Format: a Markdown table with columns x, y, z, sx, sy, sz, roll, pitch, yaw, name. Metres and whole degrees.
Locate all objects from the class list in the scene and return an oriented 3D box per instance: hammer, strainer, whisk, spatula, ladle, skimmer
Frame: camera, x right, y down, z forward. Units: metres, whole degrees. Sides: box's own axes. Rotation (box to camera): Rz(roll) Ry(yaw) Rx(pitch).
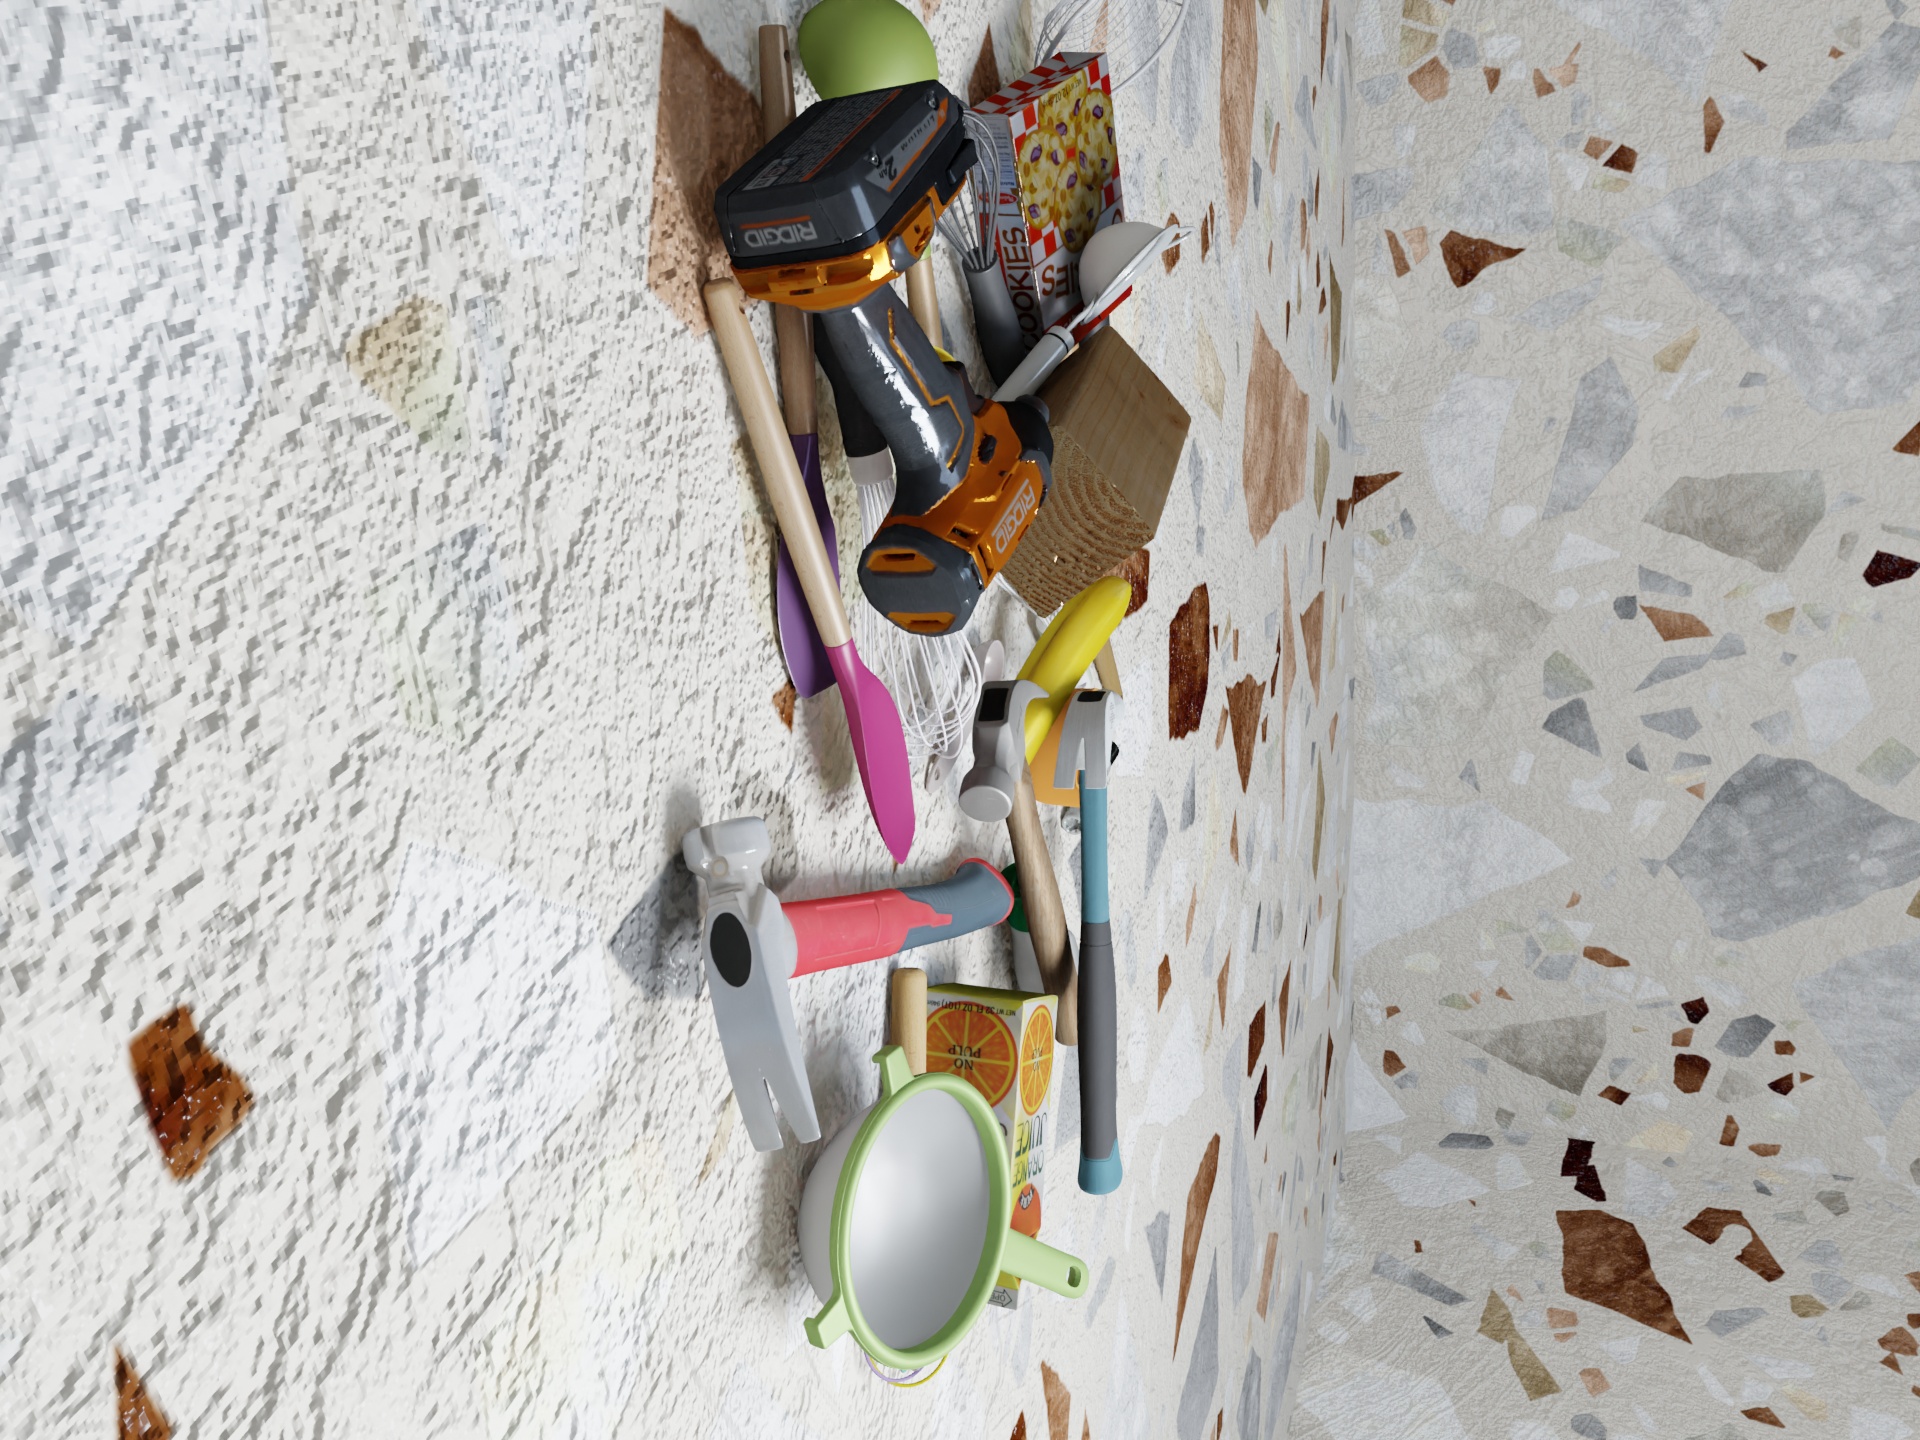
| x | y | z | sx | sy | sz | roll | pitch | yaw | name |
| --- | --- | --- | --- | --- | --- | --- | --- | --- | --- |
| 0.090 | 0.146 | 1.057 | 0.128 | 0.033 | 0.331 | -11 | 100 | -77 | hammer |
| -0.013 | 0.287 | 0.893 | 0.256 | 0.069 | 0.152 | 41 | 56 | -47 | strainer |
| -0.028 | 0.269 | 0.940 | 0.051 | 0.047 | 0.245 | 6 | 85 | -68 | whisk |
| -0.079 | -0.164 | 0.765 | 0.060 | 0.018 | 0.315 | -32 | 124 | -58 | spatula |
| 0.100 | -0.097 | 1.248 | 0.069 | 0.031 | 0.315 | -52 | 150 | -19 | ladle |
| 0.065 | -0.074 | 1.133 | 0.246 | 0.058 | 0.059 | 59 | 9 | -63 | whisk |
| 0.114 | -0.354 | 1.155 | 0.127 | 0.090 | 0.363 | -27 | 127 | -30 | skimmer |
| 0.050 | 0.104 | 1.031 | 0.331 | 0.031 | 0.130 | 75 | 19 | -44 | hammer |
| -0.040 | -0.104 | 0.834 | 0.070 | 0.070 | 0.284 | -56 | 140 | -54 | whisk |
| -0.036 | 0.124 | 0.859 | 0.386 | 0.038 | 0.143 | 11 | 65 | -72 | hammer |
| 0.066 | -0.248 | 1.010 | 0.258 | 0.050 | 0.087 | -53 | -177 | -23 | strainer |
| 0.012 | -0.274 | 0.958 | 0.238 | 0.055 | 0.055 | 66 | 33 | -59 | whisk |
| -0.032 | -0.231 | 0.867 | 0.319 | 0.062 | 0.078 | 83 | 27 | -44 | ladle |

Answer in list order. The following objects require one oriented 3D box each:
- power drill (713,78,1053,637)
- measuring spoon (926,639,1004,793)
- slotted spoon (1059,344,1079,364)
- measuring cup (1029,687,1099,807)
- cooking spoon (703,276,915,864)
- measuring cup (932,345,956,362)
| x | y | z | sx | sy | sz | roll | pitch | yaw | name |
| --- | --- | --- | --- | --- | --- | --- | --- | --- | --- |
| -0.017 | -0.175 | 0.756 | 0.164 | 0.084 | 0.226 | -59 | 140 | -40 | power drill |
| -0.002 | -0.003 | 1.015 | 0.124 | 0.018 | 0.034 | -63 | 150 | -34 | measuring spoon |
| 0.077 | -0.273 | 1.158 | 0.070 | 0.031 | 0.313 | -81 | 161 | -47 | slotted spoon |
| 0.077 | 0.055 | 1.179 | 0.095 | 0.052 | 0.173 | -56 | 146 | -54 | measuring cup |
| -0.067 | -0.061 | 0.775 | 0.069 | 0.017 | 0.318 | -72 | 151 | -54 | cooking spoon |
| -0.048 | -0.213 | 0.827 | 0.062 | 0.029 | 0.156 | -36 | 124 | -12 | measuring cup |
